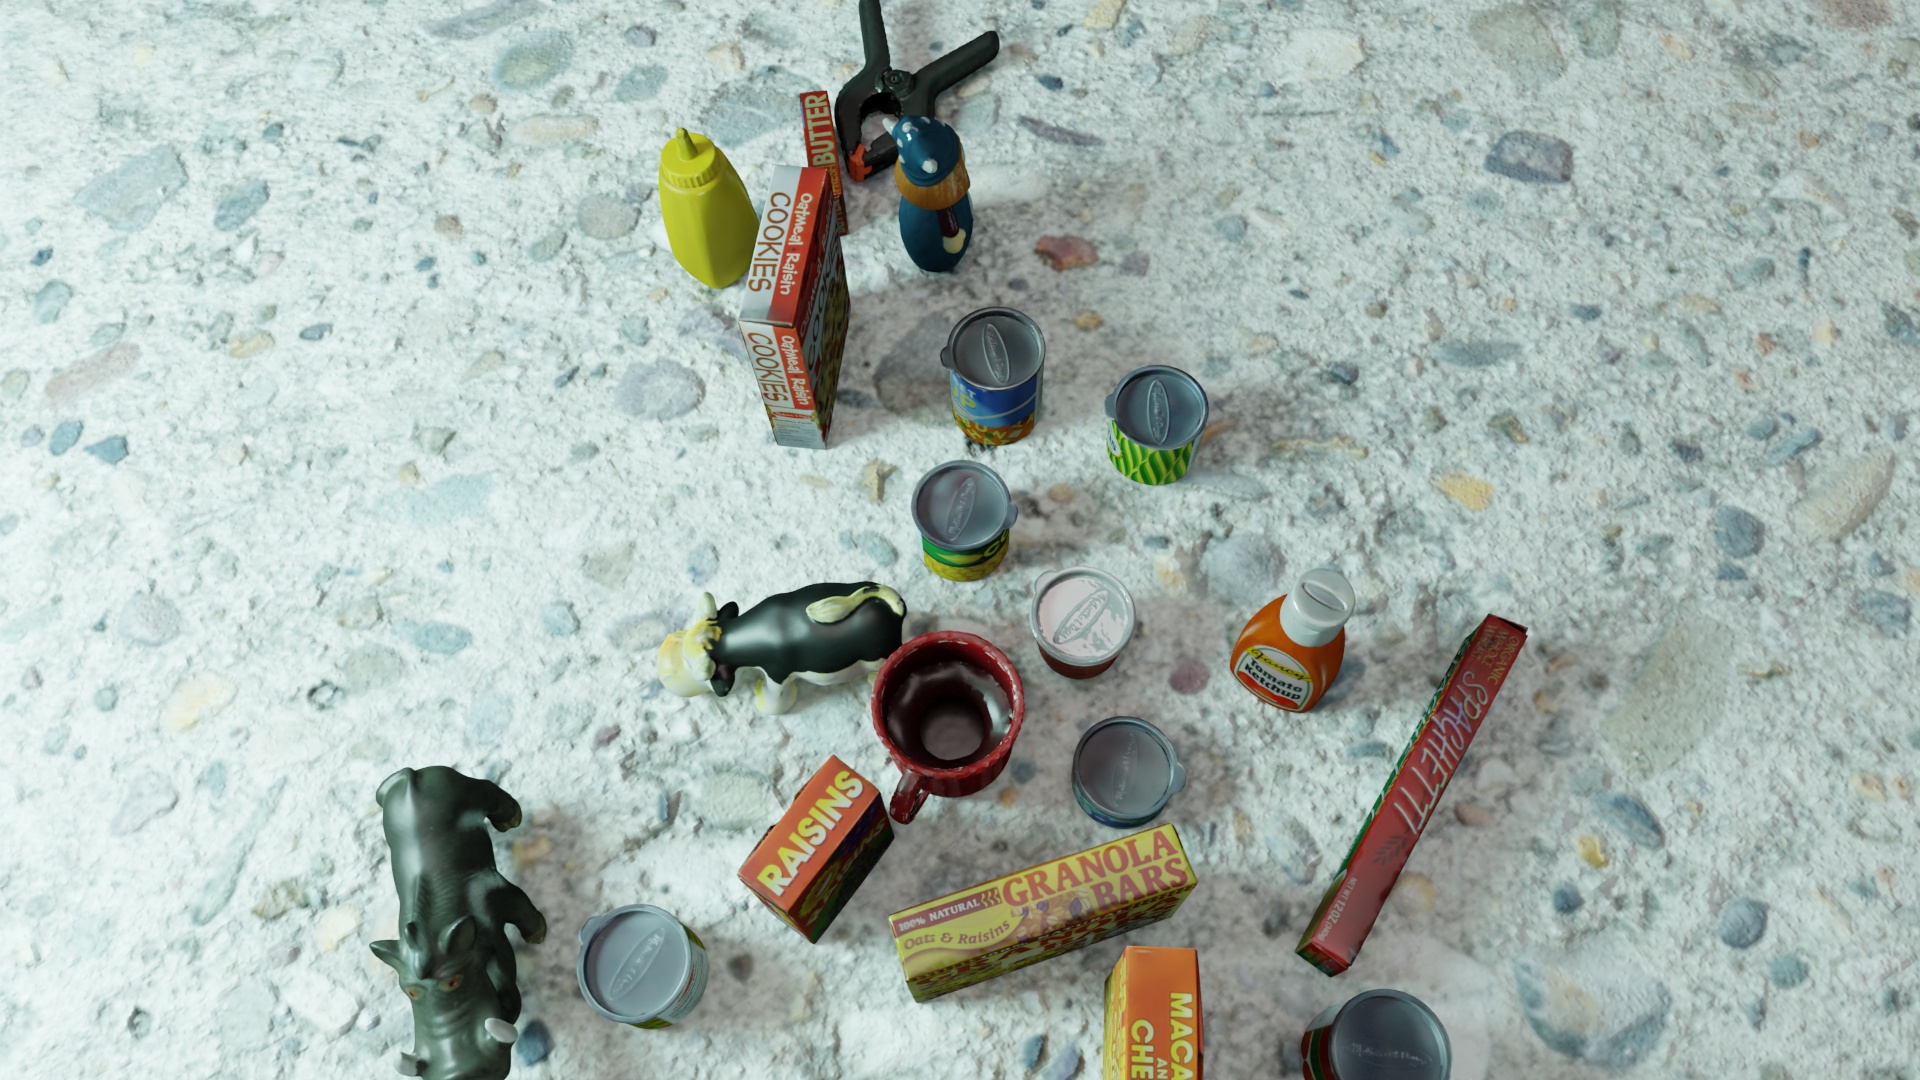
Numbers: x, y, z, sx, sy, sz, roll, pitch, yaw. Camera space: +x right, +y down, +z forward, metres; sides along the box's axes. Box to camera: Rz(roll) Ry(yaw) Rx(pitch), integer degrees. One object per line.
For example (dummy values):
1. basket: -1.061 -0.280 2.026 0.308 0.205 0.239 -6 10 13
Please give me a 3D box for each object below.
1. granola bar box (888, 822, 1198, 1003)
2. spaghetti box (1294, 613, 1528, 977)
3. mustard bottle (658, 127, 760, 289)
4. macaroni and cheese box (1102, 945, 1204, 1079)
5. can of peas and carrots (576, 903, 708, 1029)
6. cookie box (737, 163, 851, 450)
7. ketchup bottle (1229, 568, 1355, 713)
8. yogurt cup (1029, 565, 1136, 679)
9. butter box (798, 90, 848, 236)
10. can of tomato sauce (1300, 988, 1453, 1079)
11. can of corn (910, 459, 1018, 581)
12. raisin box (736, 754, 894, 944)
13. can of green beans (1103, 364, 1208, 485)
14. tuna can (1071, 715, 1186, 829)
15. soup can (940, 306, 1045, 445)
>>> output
1. granola bar box: 0.045 0.216 0.799 0.166 0.123 0.039 -17 67 -6
2. spaghetti box: 0.282 0.154 0.863 0.029 0.050 0.251 31 70 14
3. mustard bottle: -0.183 -0.245 0.990 0.049 0.159 0.065 34 71 15
4. macaroni and cheese box: 0.100 0.290 0.742 0.040 0.165 0.124 2 66 2
5. can of peas and carrots: -0.189 0.252 0.823 0.071 0.058 0.071 0 66 1
6. cookie box: -0.108 -0.154 0.944 0.040 0.166 0.123 6 67 4
7. ketchup bottle: 0.207 0.060 0.852 0.065 0.148 0.044 31 71 14
8. yogurt cup: 0.079 0.057 0.908 0.072 0.053 0.072 0 66 1
9. butter box: -0.105 -0.288 1.067 0.024 0.053 0.104 -8 66 -2
10. can of tomato sauce: 0.232 0.294 0.783 0.071 0.082 0.071 0 66 1
11. can of corn: 0.003 -0.012 0.938 0.071 0.058 0.071 0 66 1
12. raisin box: -0.082 0.183 0.817 0.040 0.123 0.086 34 71 15
13. can of green beans: 0.136 -0.079 0.966 0.071 0.057 0.071 0 66 1
14. tuna can: 0.106 0.148 0.878 0.071 0.032 0.071 0 66 1
15. soup can: 0.022 -0.113 0.969 0.071 0.083 0.071 0 66 1
